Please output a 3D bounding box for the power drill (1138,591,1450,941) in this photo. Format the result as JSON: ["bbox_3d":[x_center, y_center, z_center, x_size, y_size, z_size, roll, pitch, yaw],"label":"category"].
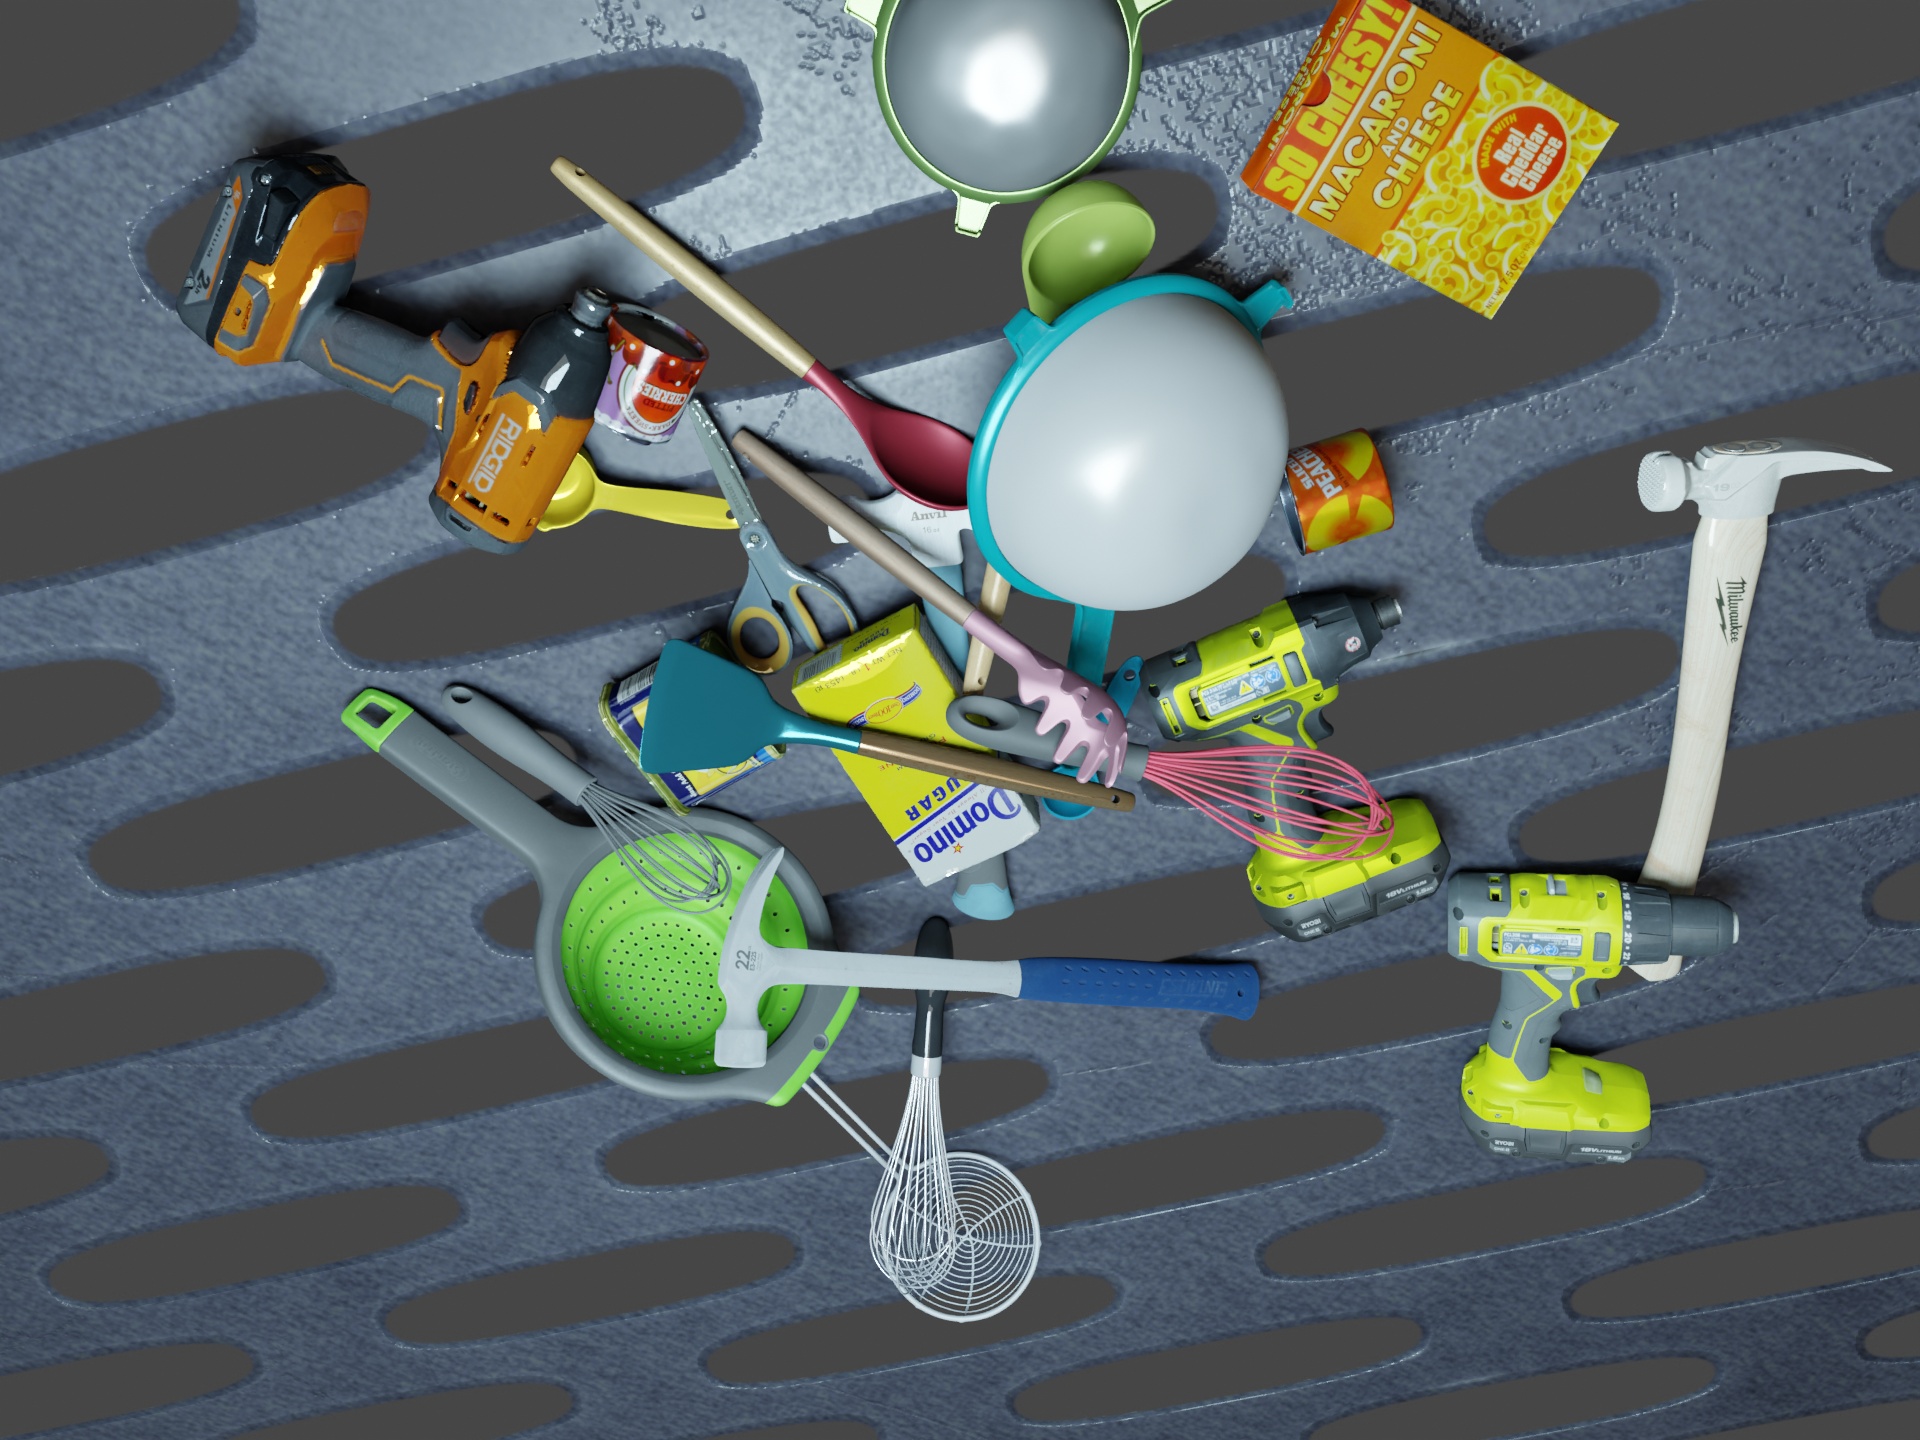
[{"bbox_3d":[0.240,0.027,1.074,0.171,0.080,0.223,-22,114,11],"label":"power drill"}]

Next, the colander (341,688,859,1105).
[{"bbox_3d":[-0.262,0.120,1.106,0.397,0.204,0.094,37,148,-3],"label":"colander"}]

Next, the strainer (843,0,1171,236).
[{"bbox_3d":[0.073,-0.373,0.851,0.256,0.069,0.151,-24,117,13],"label":"strainer"}]

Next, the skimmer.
[{"bbox_3d":[-0.079,0.317,1.220,0.127,0.090,0.363,-42,112,-6],"label":"skimmer"}]

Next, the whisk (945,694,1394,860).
[{"bbox_3d":[0.133,0.031,1.003,0.296,0.073,0.073,15,118,-5],"label":"whisk"}]

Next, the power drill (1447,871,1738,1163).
[{"bbox_3d":[0.453,0.212,1.161,0.190,0.080,0.228,1,120,16],"label":"power drill"}]

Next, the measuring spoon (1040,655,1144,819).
[{"bbox_3d":[0.094,0.009,1.098,0.042,0.021,0.128,22,107,-12],"label":"measuring spoon"}]

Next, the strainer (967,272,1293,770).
[{"bbox_3d":[0.109,-0.089,0.953,0.211,0.095,0.340,-14,130,-28],"label":"strainer"}]

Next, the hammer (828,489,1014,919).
[{"bbox_3d":[-0.002,-0.003,1.077,0.128,0.033,0.330,-6,119,4],"label":"hammer"}]

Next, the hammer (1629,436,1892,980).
[{"bbox_3d":[0.516,0.006,1.090,0.146,0.038,0.410,-4,119,0],"label":"hammer"}]

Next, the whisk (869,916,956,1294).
[{"bbox_3d":[-0.028,0.286,1.179,0.070,0.070,0.284,4,95,-3],"label":"whisk"}]

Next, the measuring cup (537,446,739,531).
[{"bbox_3d":[-0.208,-0.145,1.005,0.156,0.029,0.062,7,120,-18],"label":"measuring cup"}]

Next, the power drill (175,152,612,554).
[{"bbox_3d":[-0.306,-0.221,0.895,0.226,0.084,0.164,36,115,-2],"label":"power drill"}]

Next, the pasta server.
[{"bbox_3d":[-0.020,-0.075,0.968,0.316,0.040,0.060,38,151,7],"label":"pasta server"}]

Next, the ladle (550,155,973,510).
[{"bbox_3d":[-0.111,-0.226,0.947,0.315,0.069,0.031,37,140,-14],"label":"ladle"}]

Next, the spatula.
[{"bbox_3d":[-0.037,0.022,0.993,0.317,0.044,0.082,12,90,-11],"label":"spatula"}]

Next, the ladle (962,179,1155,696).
[{"bbox_3d":[0.046,-0.158,0.950,0.078,0.062,0.320,0,113,-33],"label":"ladle"}]

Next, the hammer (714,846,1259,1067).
[{"bbox_3d":[0.030,0.174,1.115,0.405,0.035,0.144,7,79,-23],"label":"hammer"}]

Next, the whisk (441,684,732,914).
[{"bbox_3d":[-0.252,0.049,1.057,0.239,0.055,0.055,35,115,8],"label":"whisk"}]
